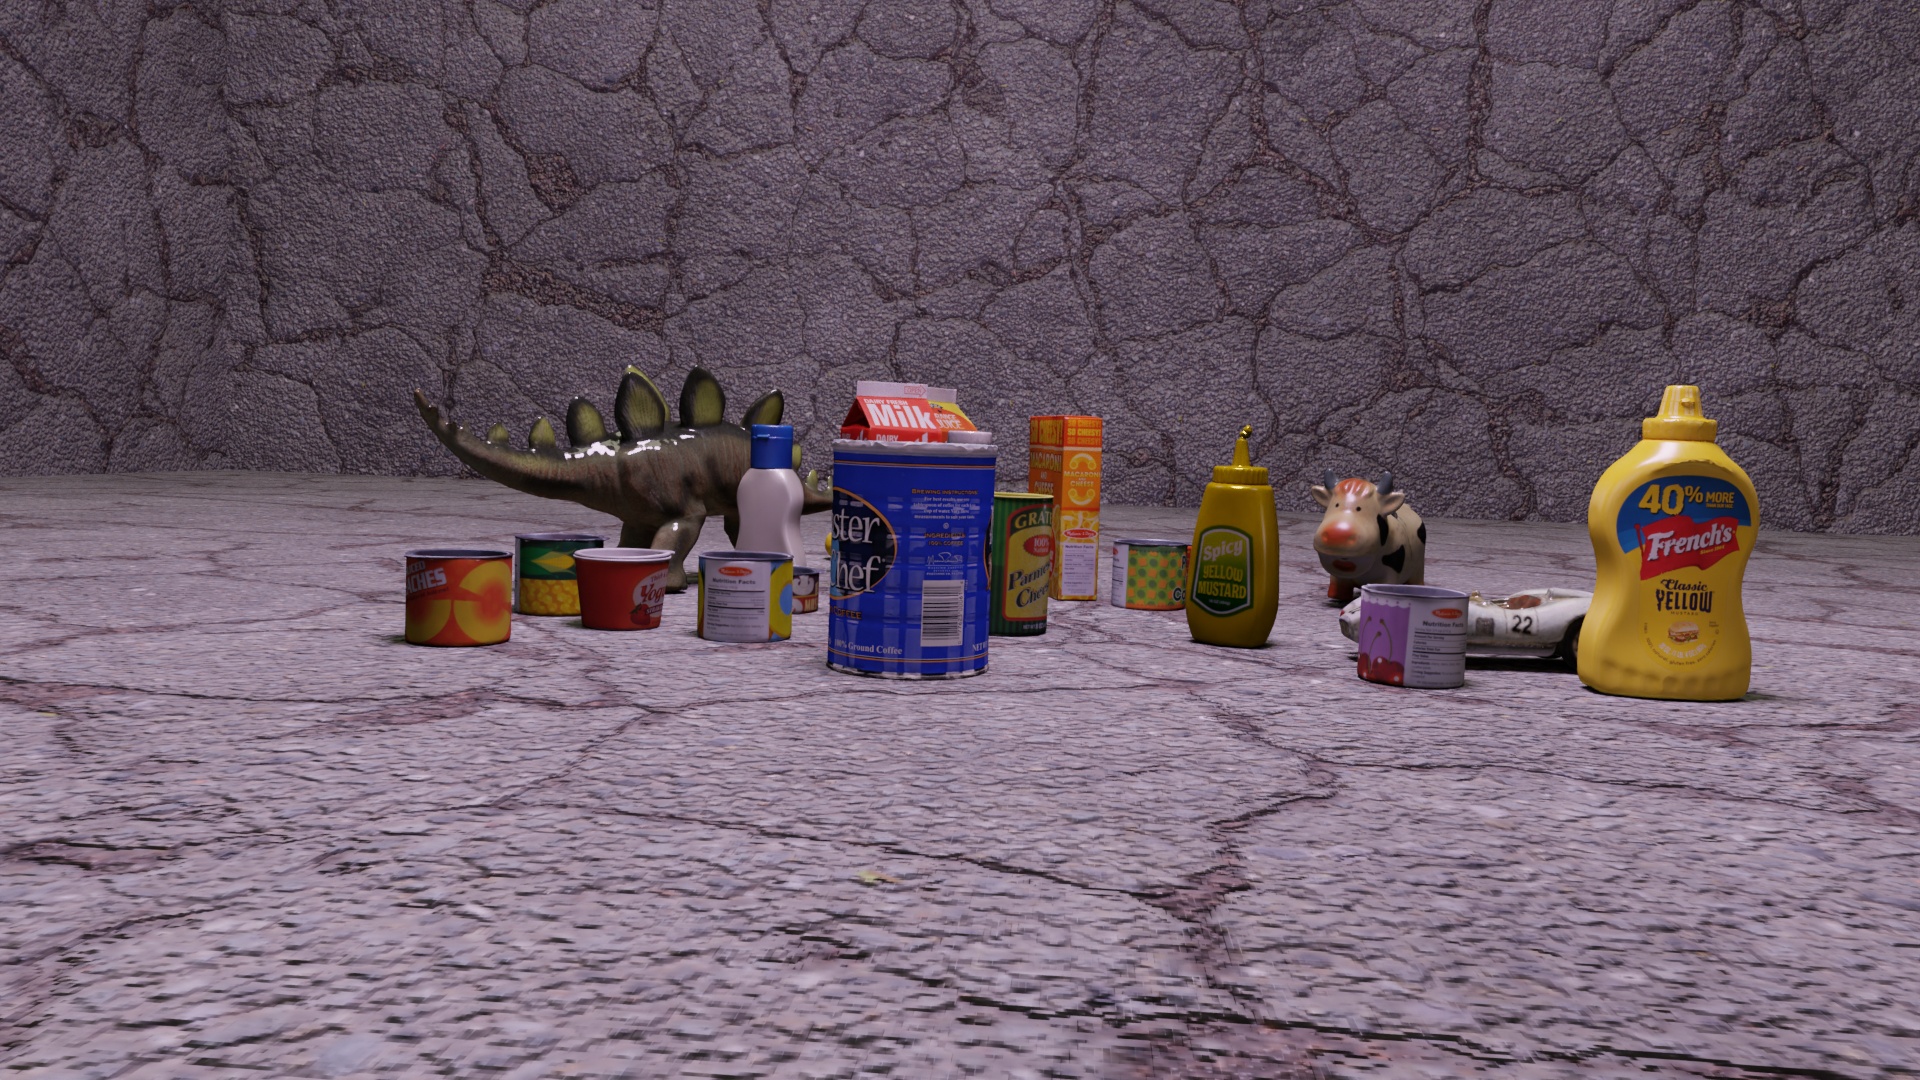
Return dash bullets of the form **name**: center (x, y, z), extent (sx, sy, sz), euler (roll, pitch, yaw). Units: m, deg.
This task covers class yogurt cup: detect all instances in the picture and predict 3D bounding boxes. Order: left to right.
- **yogurt cup**: center (-0.242, 0.034, 0.993), extent (0.072, 0.054, 0.072), euler (2, 4, 0)

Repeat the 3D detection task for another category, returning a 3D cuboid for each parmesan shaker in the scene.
- **parmesan shaker**: center (0.036, 0.016, 1.039), extent (0.071, 0.103, 0.071), euler (2, 4, 0)

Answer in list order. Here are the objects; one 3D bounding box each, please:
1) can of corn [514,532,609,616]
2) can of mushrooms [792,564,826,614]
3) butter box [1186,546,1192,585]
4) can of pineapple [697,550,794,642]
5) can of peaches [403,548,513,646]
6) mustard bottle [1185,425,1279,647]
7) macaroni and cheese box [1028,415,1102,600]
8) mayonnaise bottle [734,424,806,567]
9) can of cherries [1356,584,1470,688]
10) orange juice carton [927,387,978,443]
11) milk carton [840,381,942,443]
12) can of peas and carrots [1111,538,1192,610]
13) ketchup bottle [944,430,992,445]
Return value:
- **can of corn**: center (-0.303, 0.025, 1.057), extent (0.071, 0.058, 0.071), euler (2, 4, 0)
- **can of mushrooms**: center (-0.144, 0.039, 1.116), extent (0.071, 0.033, 0.071), euler (2, 4, 0)
- **butter box**: center (0.230, 0.030, 1.287), extent (0.104, 0.053, 0.024), euler (-1, 5, -35)
- **can of pineapple**: center (-0.149, 0.038, 0.966), extent (0.071, 0.058, 0.071), euler (2, 4, 0)
- **can of peaches**: center (-0.327, 0.036, 0.901), extent (0.071, 0.058, 0.071), euler (2, 4, 0)
- **mustard bottle**: center (0.200, -0.004, 1.011), extent (0.065, 0.160, 0.049), euler (4, 4, 30)
- **macaroni and cheese box**: center (0.096, -0.033, 1.303), extent (0.040, 0.166, 0.124), euler (1, 4, -12)
- **mayonnaise bottle**: center (-0.164, -0.026, 1.201), extent (0.065, 0.148, 0.041), euler (3, 4, 17)
- **can of cherries**: center (0.286, 0.060, 0.883), extent (0.071, 0.058, 0.071), euler (2, 4, 0)
- **orange juice carton**: center (-0.032, -0.058, 1.392), extent (0.072, 0.192, 0.073), euler (-1, 5, -43)
- **milk carton**: center (-0.065, -0.048, 1.257), extent (0.072, 0.190, 0.073), euler (0, 4, -27)
- **can of peas and carrots**: center (0.169, 0.029, 1.225), extent (0.071, 0.058, 0.071), euler (2, 4, 0)
- **ketchup bottle**: center (0.004, -0.014, 1.124), extent (0.043, 0.148, 0.065), euler (3, 4, 14)
